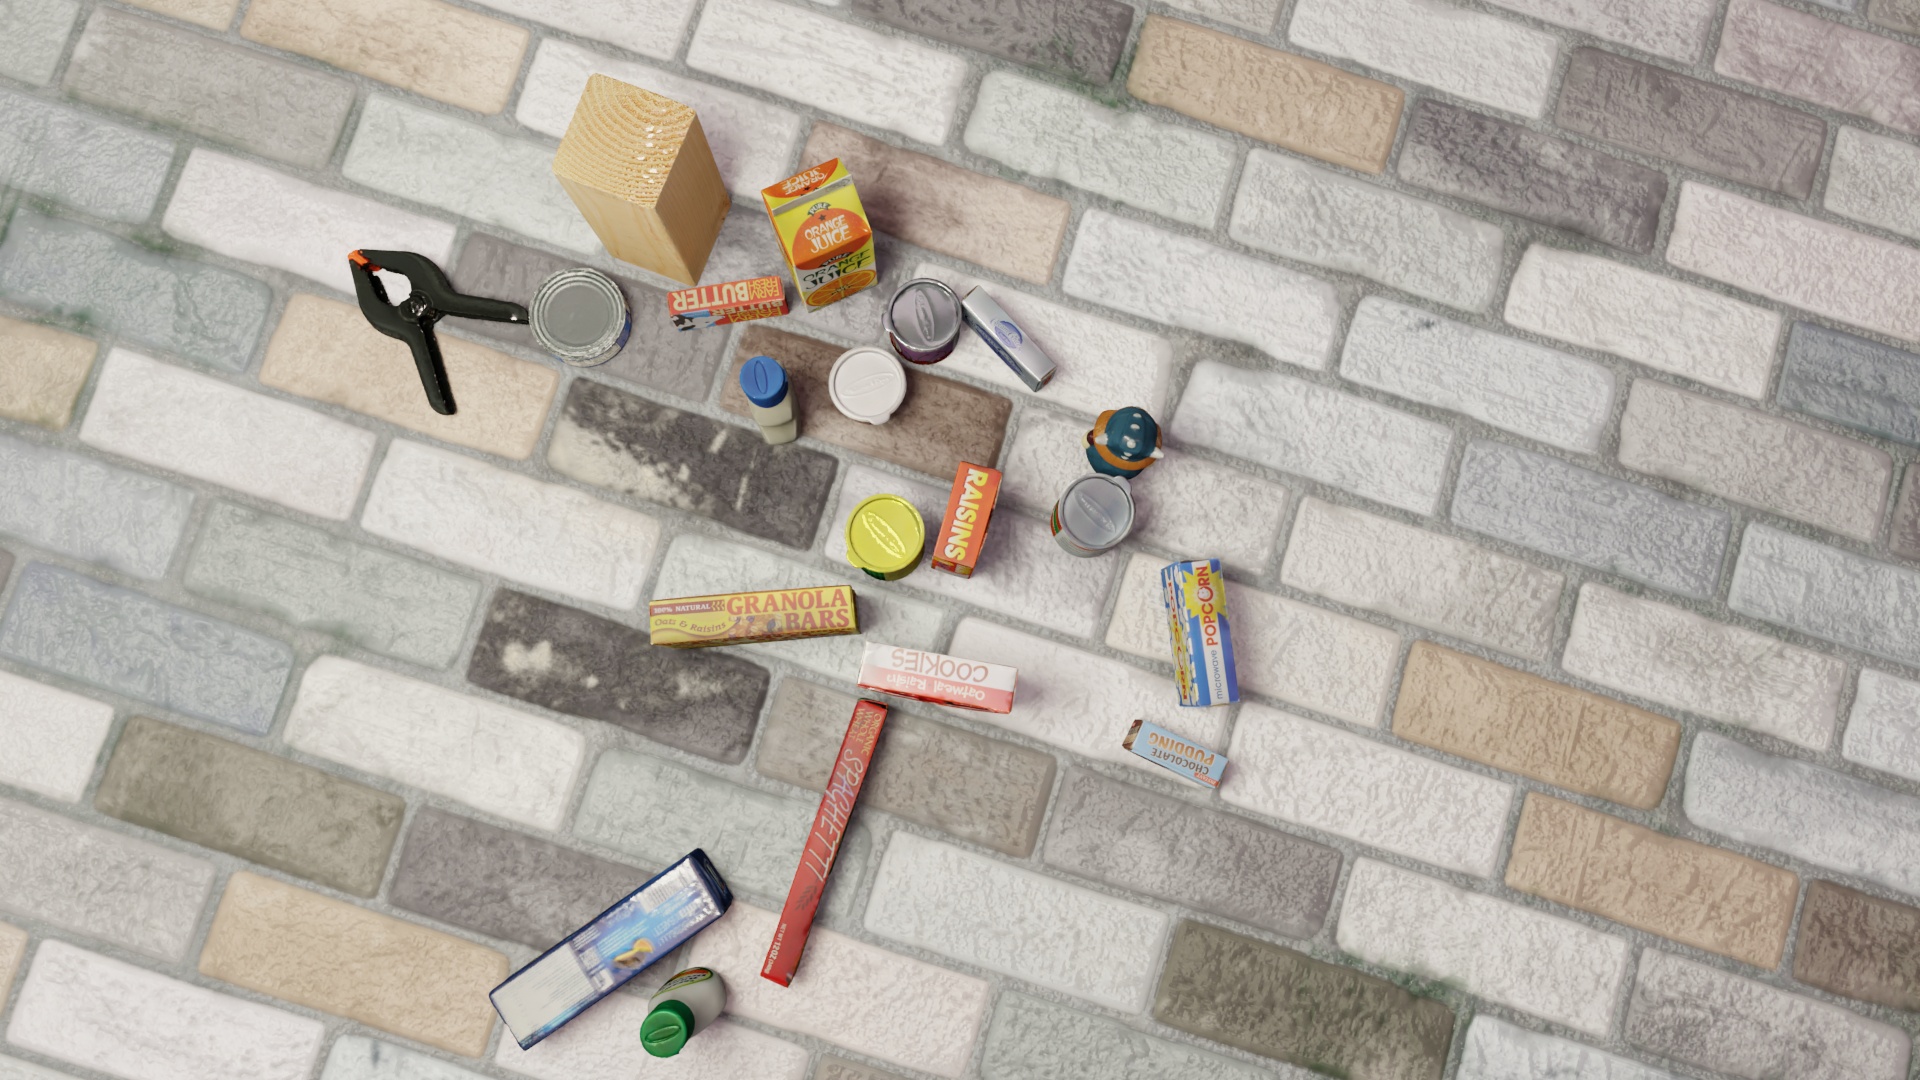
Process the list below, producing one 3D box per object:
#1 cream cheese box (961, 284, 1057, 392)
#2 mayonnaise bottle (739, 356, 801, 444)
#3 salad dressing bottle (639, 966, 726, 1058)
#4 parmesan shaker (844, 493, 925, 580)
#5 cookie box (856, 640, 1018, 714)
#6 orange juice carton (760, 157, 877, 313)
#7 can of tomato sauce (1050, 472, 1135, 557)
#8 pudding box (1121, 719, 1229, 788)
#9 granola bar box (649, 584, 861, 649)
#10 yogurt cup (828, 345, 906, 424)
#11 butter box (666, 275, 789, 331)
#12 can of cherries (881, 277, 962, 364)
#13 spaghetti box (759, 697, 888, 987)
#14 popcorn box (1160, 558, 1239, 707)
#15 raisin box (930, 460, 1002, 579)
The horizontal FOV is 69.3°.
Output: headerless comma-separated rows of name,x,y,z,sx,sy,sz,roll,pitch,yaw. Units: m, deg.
cream cheese box,0.042,-0.180,1.252,0.024,0.053,0.104,-43,86,-6
mayonnaise bottle,-0.163,-0.124,1.191,0.041,0.148,0.065,-11,84,-3
salad dressing bottle,-0.227,0.383,1.128,0.064,0.147,0.044,-17,85,-4
parmesan shaker,-0.066,0.001,1.202,0.071,0.103,0.071,0,84,-2
cookie box,-0.020,0.116,1.157,0.123,0.167,0.040,10,84,-1
orange juice carton,-0.120,-0.264,1.187,0.072,0.192,0.073,-24,85,-4
can of tomato sauce,0.116,-0.022,1.221,0.071,0.083,0.071,0,84,-2
pudding box,0.187,0.186,1.215,0.084,0.049,0.030,25,84,1
granola bar box,-0.170,0.065,1.180,0.166,0.124,0.039,-5,84,-2
yogurt cup,-0.082,-0.135,1.243,0.072,0.054,0.072,0,83,-2
butter box,-0.208,-0.213,1.248,0.103,0.053,0.024,-9,84,-3
can of cherries,-0.035,-0.196,1.249,0.071,0.058,0.071,0,83,-2
spaghetti box,-0.115,0.255,1.196,0.029,0.050,0.250,19,83,0
popcorn box,0.207,0.082,1.210,0.038,0.085,0.127,-7,84,-2
raisin box,0.004,-0.015,1.196,0.040,0.123,0.086,17,83,0
